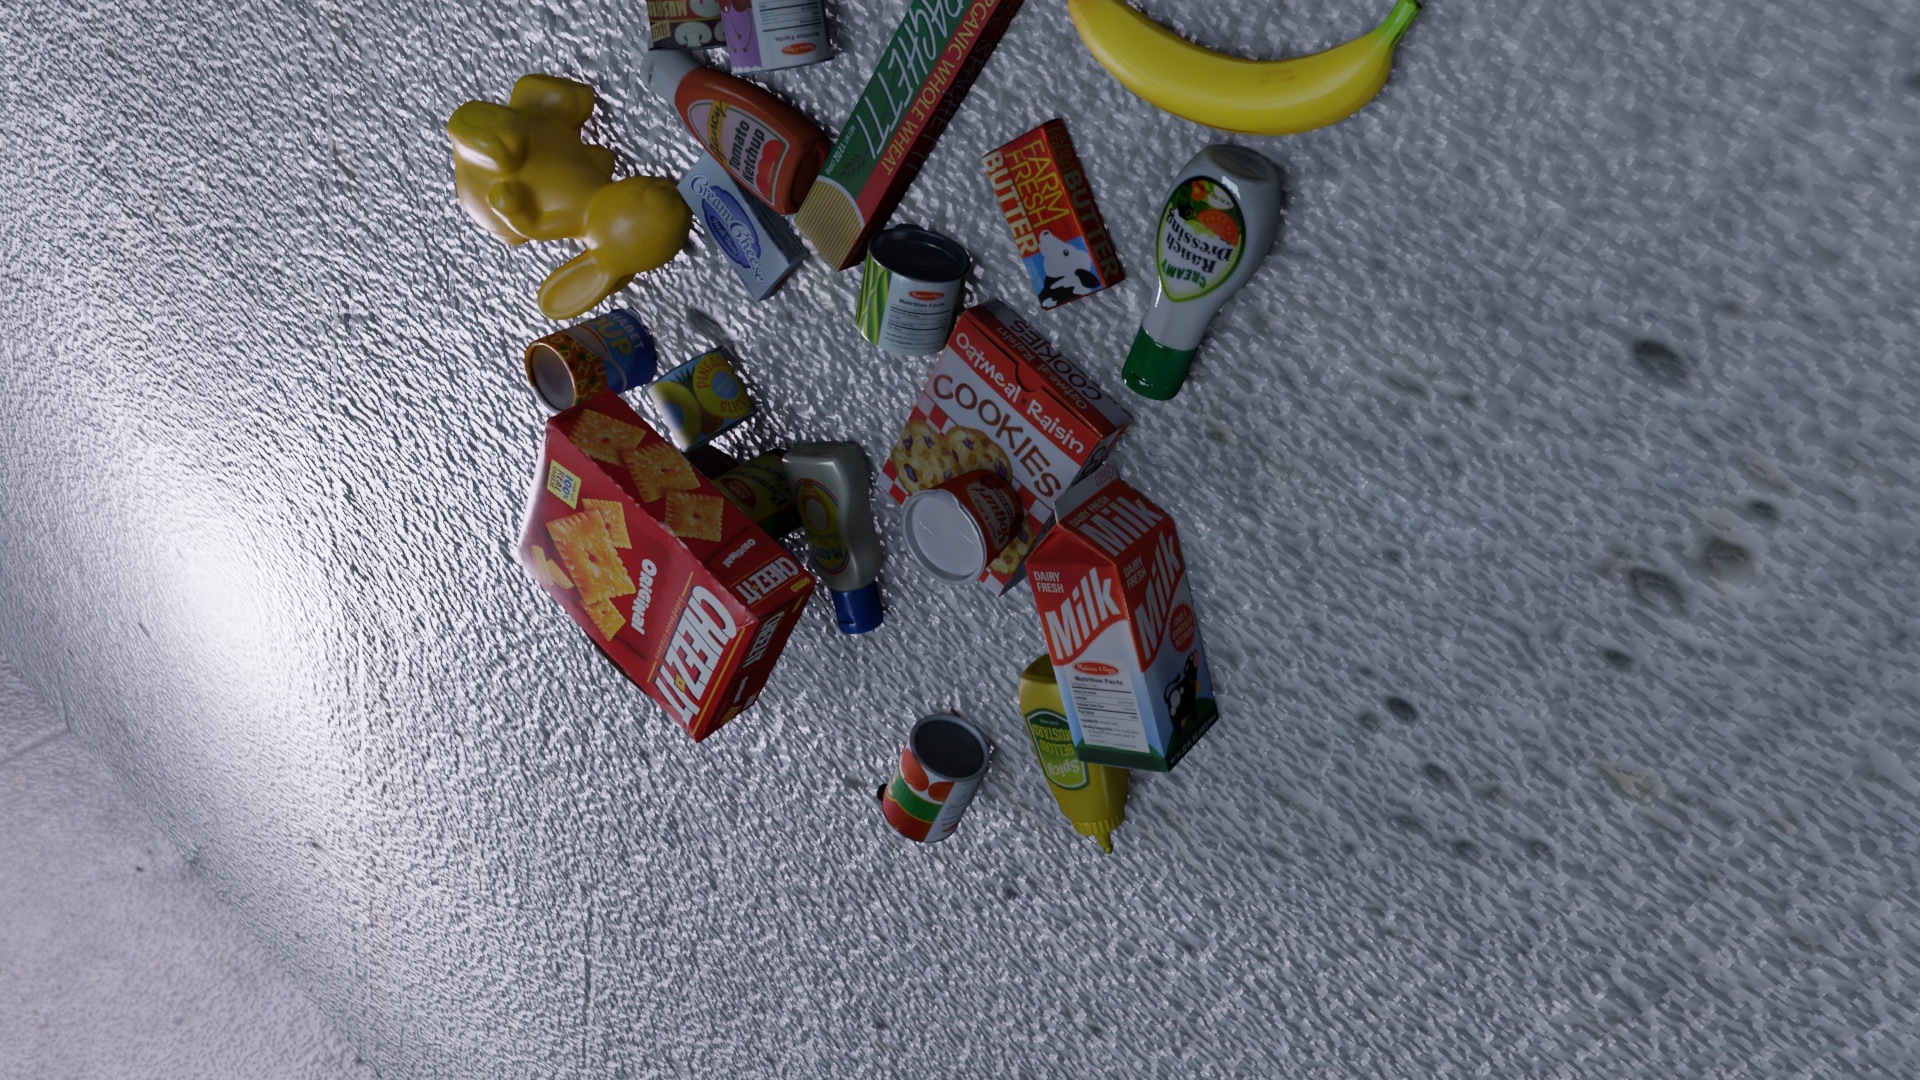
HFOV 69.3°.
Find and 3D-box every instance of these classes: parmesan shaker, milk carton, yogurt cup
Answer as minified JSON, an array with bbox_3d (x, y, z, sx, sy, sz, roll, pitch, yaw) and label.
[{"bbox_3d":[-0.168,-0.025,1.068,0.071,0.103,0.071,20,126,31],"label":"parmesan shaker"},{"bbox_3d":[0.102,0.048,0.900,0.073,0.073,0.190,0,115,41],"label":"milk carton"},{"bbox_3d":[0.003,-0.011,0.904,0.072,0.054,0.072,22,128,31],"label":"yogurt cup"}]

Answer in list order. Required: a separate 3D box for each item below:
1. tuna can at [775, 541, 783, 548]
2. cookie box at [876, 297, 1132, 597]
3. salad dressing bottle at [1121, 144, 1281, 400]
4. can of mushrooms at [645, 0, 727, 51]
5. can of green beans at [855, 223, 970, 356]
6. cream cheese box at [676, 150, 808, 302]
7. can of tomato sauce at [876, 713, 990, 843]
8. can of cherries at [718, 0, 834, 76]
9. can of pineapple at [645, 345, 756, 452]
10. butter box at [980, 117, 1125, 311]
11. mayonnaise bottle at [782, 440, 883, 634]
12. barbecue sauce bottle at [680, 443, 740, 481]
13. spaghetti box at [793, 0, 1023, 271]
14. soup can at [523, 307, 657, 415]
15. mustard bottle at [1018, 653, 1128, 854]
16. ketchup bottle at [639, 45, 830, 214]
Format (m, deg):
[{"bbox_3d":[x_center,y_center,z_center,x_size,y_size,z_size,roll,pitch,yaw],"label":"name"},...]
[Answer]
[{"bbox_3d":[-0.167,0.030,1.123,0.033,0.071,0.070,51,136,6],"label":"tuna can"},{"bbox_3d":[0.024,-0.059,0.927,0.123,0.040,0.166,44,135,13],"label":"cookie box"},{"bbox_3d":[0.131,-0.146,0.781,0.064,0.044,0.146,37,133,21],"label":"salad dressing bottle"},{"bbox_3d":[-0.174,-0.342,0.912,0.071,0.071,0.033,15,121,34],"label":"can of mushrooms"},{"bbox_3d":[-0.032,-0.161,0.897,0.071,0.071,0.057,34,133,21],"label":"can of green beans"},{"bbox_3d":[-0.156,-0.229,0.996,0.053,0.024,0.104,-35,89,45],"label":"cream cheese box"},{"bbox_3d":[-0.021,0.185,1.090,0.071,0.071,0.082,38,133,18],"label":"can of tomato sauce"},{"bbox_3d":[-0.119,-0.328,0.876,0.071,0.072,0.058,9,119,37],"label":"can of cherries"},{"bbox_3d":[-0.199,-0.109,1.073,0.070,0.071,0.058,-25,97,46],"label":"can of pineapple"},{"bbox_3d":[0.055,-0.194,0.833,0.053,0.024,0.103,-12,105,45],"label":"butter box"},{"bbox_3d":[-0.091,-0.001,1.059,0.065,0.041,0.147,5,116,37],"label":"mayonnaise bottle"},{"bbox_3d":[-0.220,-0.010,1.165,0.065,0.044,0.147,41,135,16],"label":"barbecue sauce bottle"},{"bbox_3d":[-0.035,-0.269,0.864,0.050,0.029,0.248,48,136,7],"label":"spaghetti box"},{"bbox_3d":[-0.299,-0.146,1.125,0.071,0.084,0.071,20,125,31],"label":"soup can"},{"bbox_3d":[0.089,0.159,0.992,0.065,0.049,0.159,0,114,43],"label":"mustard bottle"},{"bbox_3d":[-0.156,-0.288,0.948,0.149,0.044,0.064,40,134,17],"label":"ketchup bottle"}]
